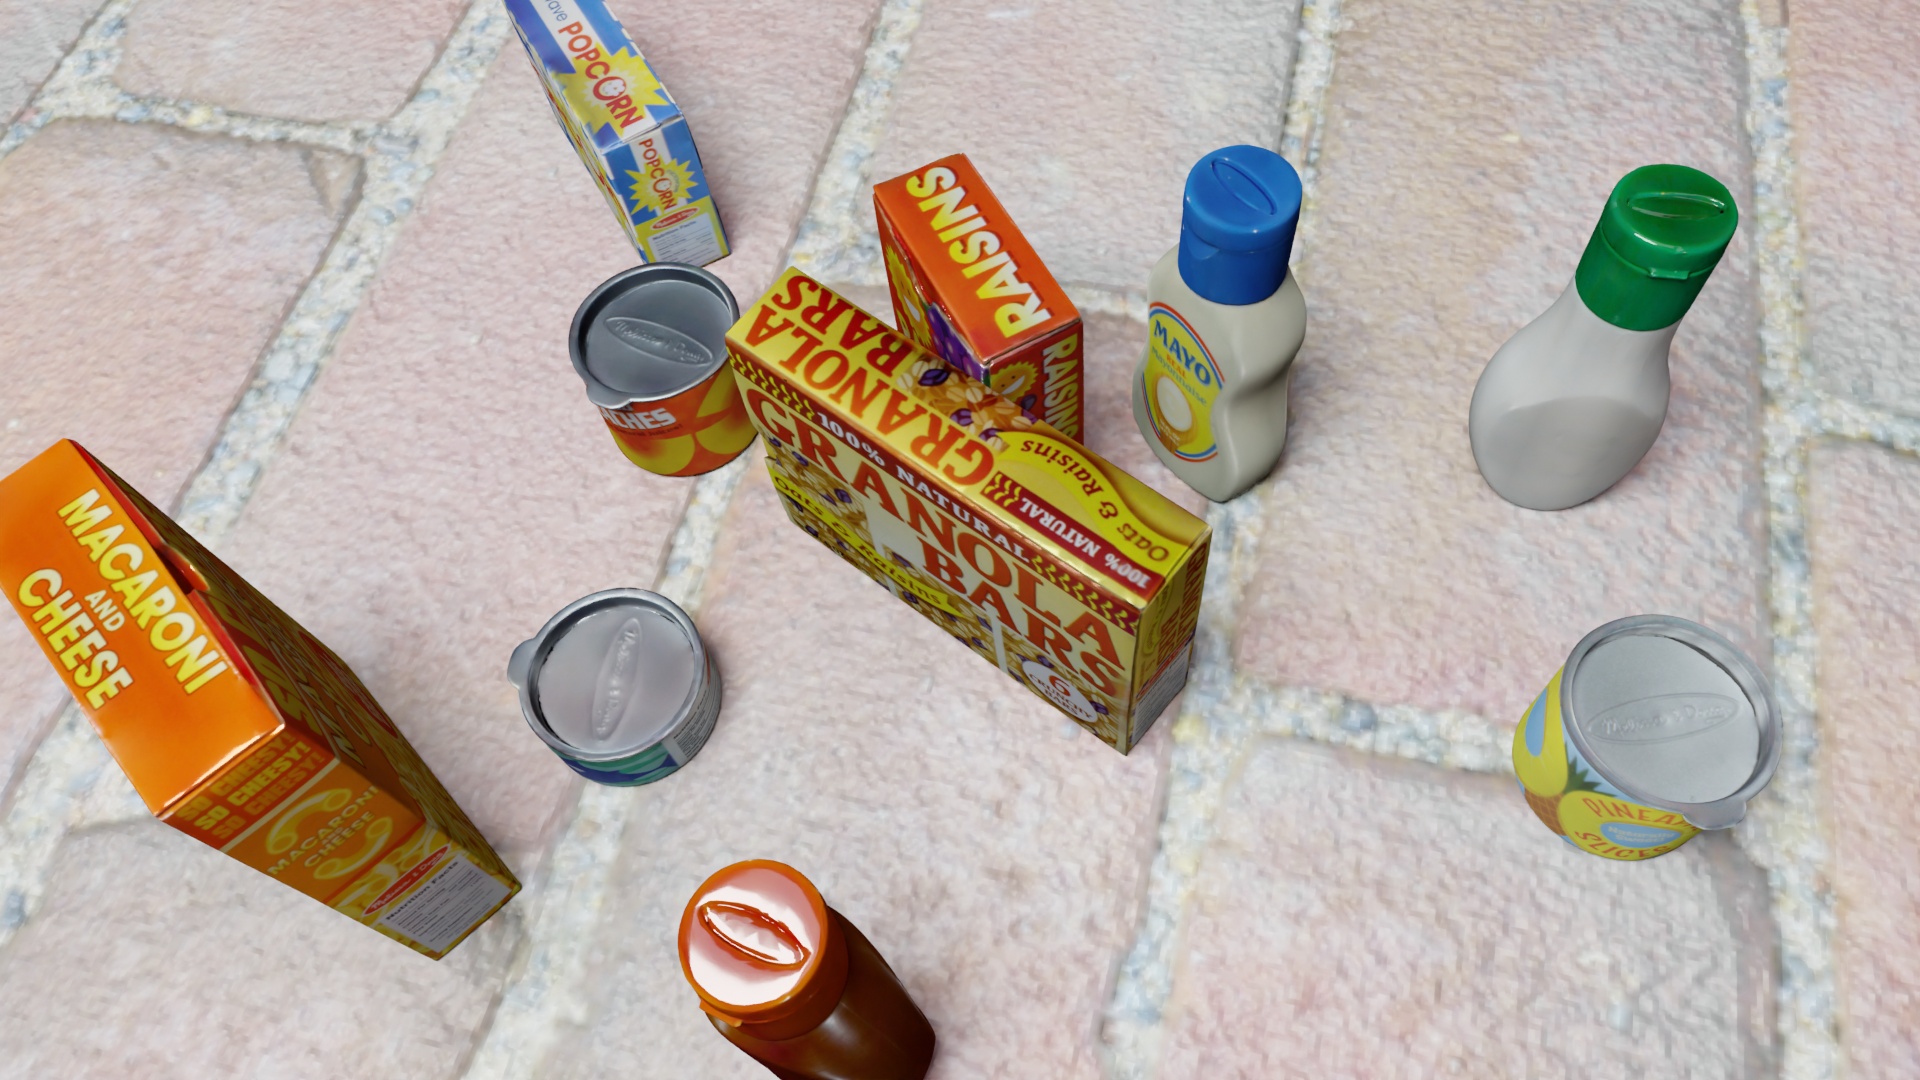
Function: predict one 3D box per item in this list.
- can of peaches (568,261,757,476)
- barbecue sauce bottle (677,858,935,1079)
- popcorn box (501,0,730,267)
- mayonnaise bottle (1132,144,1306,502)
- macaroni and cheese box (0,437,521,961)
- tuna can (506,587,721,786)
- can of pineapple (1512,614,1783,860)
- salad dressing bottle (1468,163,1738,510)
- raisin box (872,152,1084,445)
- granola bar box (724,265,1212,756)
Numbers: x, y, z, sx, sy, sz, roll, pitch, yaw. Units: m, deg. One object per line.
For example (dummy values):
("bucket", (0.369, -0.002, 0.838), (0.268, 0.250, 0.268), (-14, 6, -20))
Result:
("can of peaches", (-0.116, -0.065, 0.552), (0.071, 0.057, 0.071), (-2, 61, 3))
("barbecue sauce bottle", (-0.044, 0.127, 0.389), (0.065, 0.148, 0.044), (23, 66, 16))
("popcorn box", (-0.151, -0.185, 0.604), (0.038, 0.085, 0.127), (-29, 63, -11))
("mayonnaise bottle", (0.091, -0.074, 0.489), (0.041, 0.147, 0.065), (-33, 64, -13))
("macaroni and cheese box", (-0.213, 0.056, 0.431), (0.040, 0.165, 0.124), (-41, 66, -16))
("tuna can", (-0.124, 0.053, 0.502), (0.071, 0.032, 0.071), (-2, 61, 3))
("can of pineapple", (0.221, 0.067, 0.454), (0.071, 0.057, 0.071), (-2, 61, 3))
("salad dressing bottle", (0.218, -0.064, 0.475), (0.064, 0.147, 0.044), (7, 63, 8))
("raisin box", (0.008, -0.066, 0.505), (0.040, 0.123, 0.086), (-25, 63, -9))
("granola bar box", (0.002, -0.006, 0.473), (0.166, 0.123, 0.039), (34, 69, 20))
